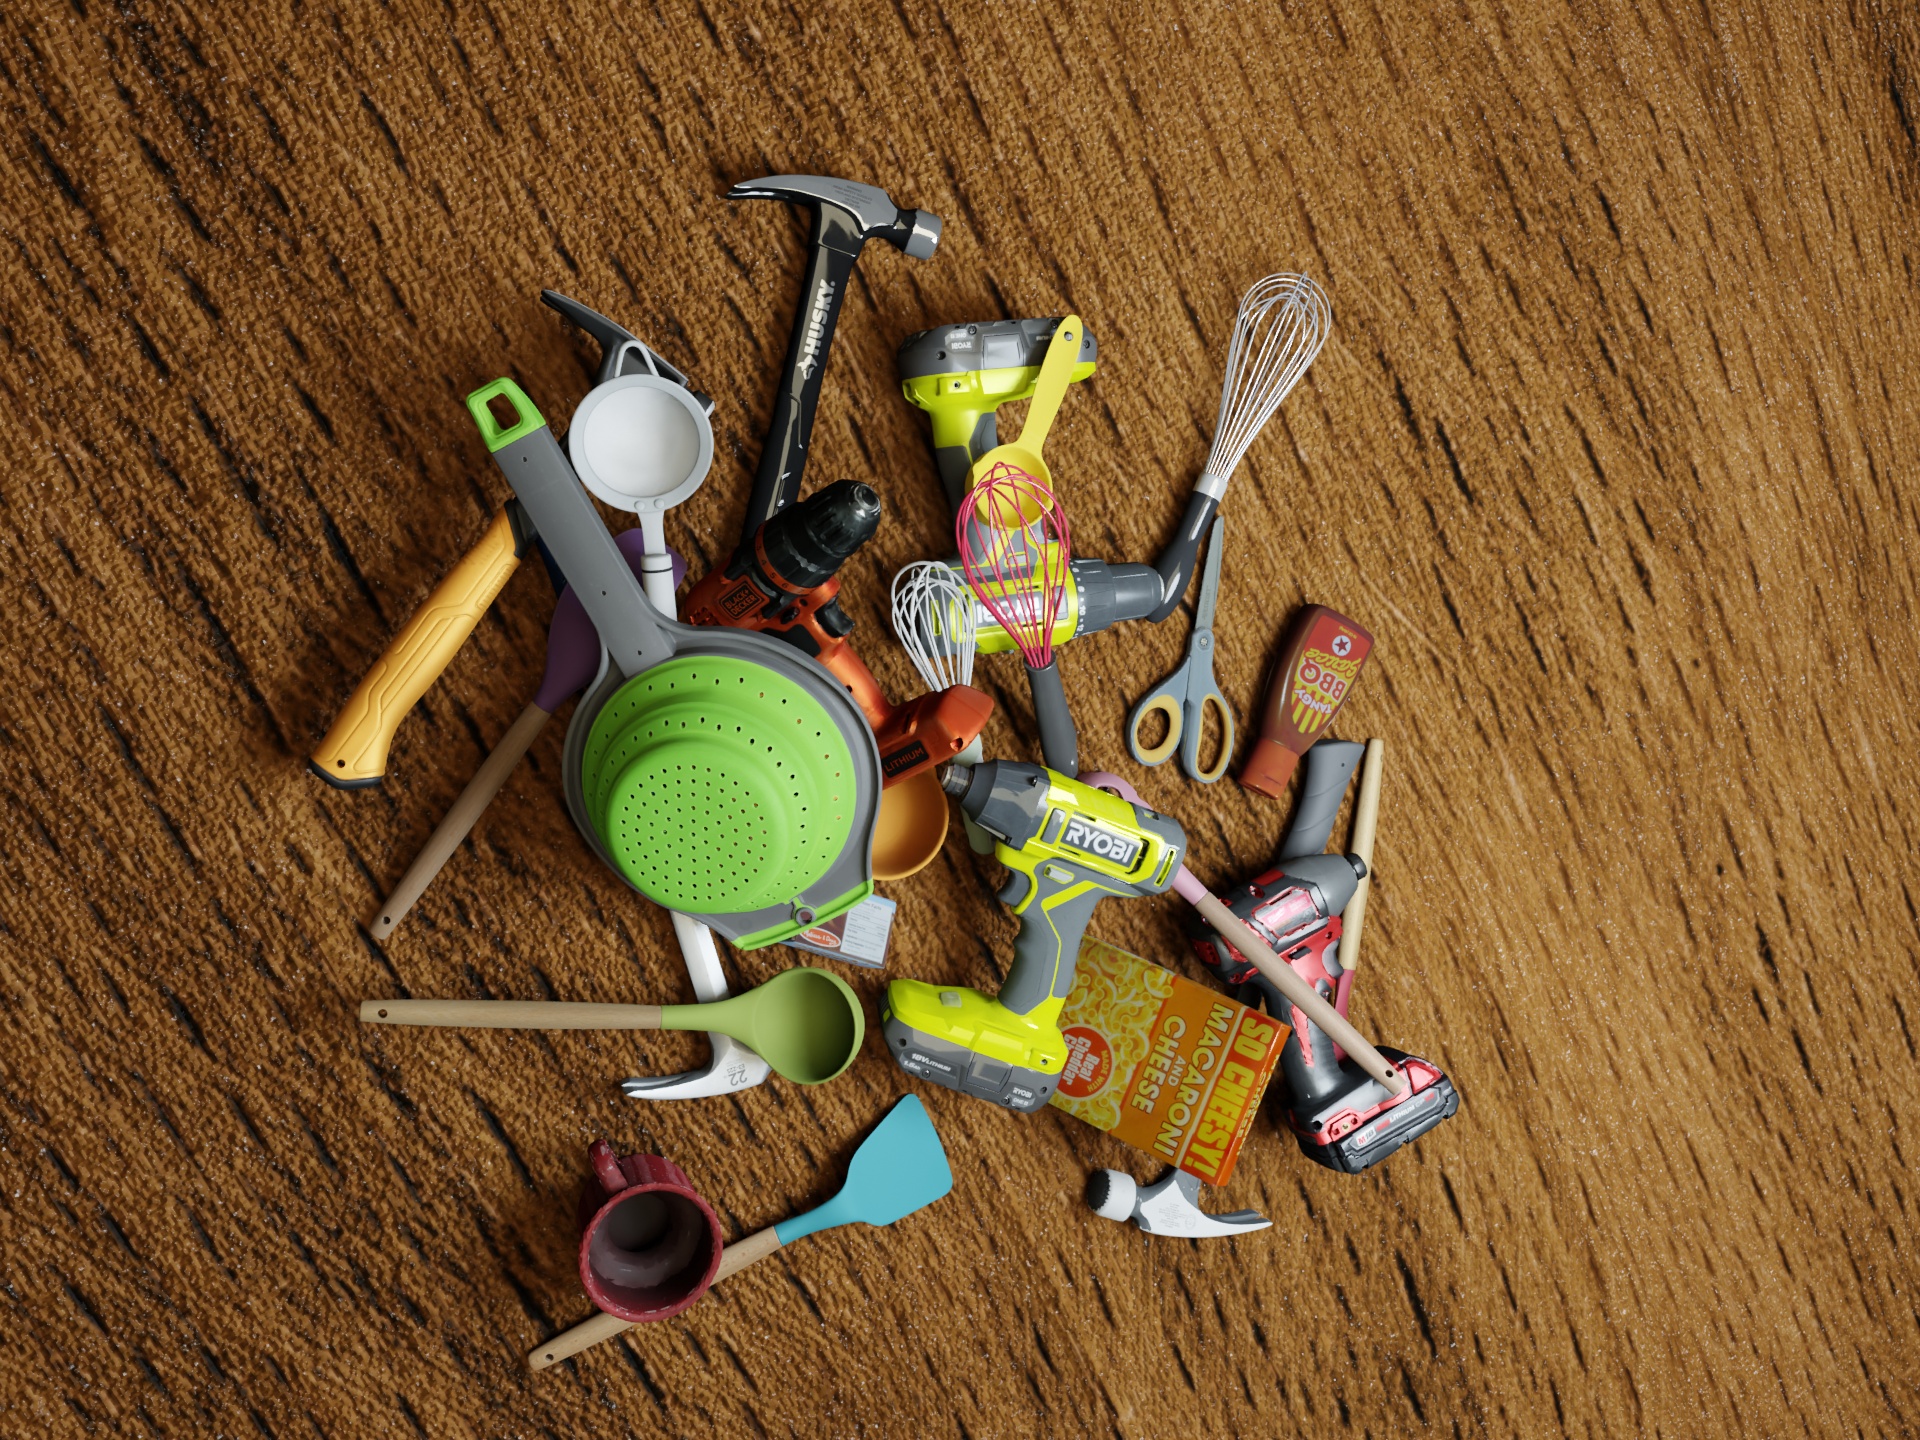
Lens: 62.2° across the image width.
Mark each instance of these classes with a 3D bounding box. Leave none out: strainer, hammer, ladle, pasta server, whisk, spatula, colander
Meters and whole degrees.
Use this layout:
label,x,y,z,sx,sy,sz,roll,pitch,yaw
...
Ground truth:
label,x,y,z,sx,sy,sz,roll,pitch,yaw
strainer,-0.193,-0.107,0.996,0.087,0.050,0.258,-5,107,-9
hammer,-0.301,-0.105,0.995,0.127,0.034,0.337,36,83,-17
ladle,-0.220,0.194,1.030,0.320,0.062,0.078,5,90,-17
pasta server,0.191,0.148,1.131,0.060,0.040,0.316,-43,75,-11
whisk,0.051,-0.055,1.075,0.073,0.073,0.295,-32,139,-14
hammer,0.232,0.205,1.234,0.149,0.036,0.409,22,86,-20
ladle,0.308,0.170,1.258,0.069,0.031,0.315,12,85,-52
whisk,0.200,-0.203,1.188,0.070,0.070,0.284,24,91,-19
spatula,-0.153,0.373,1.122,0.317,0.044,0.082,-24,102,-11
spatula,-0.287,0.011,1.026,0.059,0.018,0.316,36,92,-8
whisk,-0.002,-0.003,1.093,0.058,0.059,0.246,-61,147,-47
hammer,-0.120,-0.207,1.086,0.146,0.035,0.335,14,90,-20
colander,-0.191,-0.018,0.958,0.204,0.094,0.397,-25,106,12
hammer,-0.212,0.065,1.072,0.144,0.035,0.405,-19,100,-17

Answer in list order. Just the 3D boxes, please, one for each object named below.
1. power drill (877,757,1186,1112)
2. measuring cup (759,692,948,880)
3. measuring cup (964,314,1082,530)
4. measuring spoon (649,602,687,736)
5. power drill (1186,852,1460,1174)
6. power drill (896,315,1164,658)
label,x,y,z,sx,sy,sz,roll,pitch,yaw
power drill,0.035,0.142,1.099,0.171,0.080,0.223,21,99,-12
measuring cup,-0.087,0.038,1.105,0.173,0.052,0.095,42,80,-15
measuring cup,0.047,-0.200,1.070,0.062,0.029,0.156,24,80,-20
measuring spoon,-0.194,-0.035,1.057,0.021,0.011,0.117,53,38,-45
power drill,0.275,0.210,1.188,0.143,0.078,0.219,-27,94,-13
power drill,0.047,-0.163,1.124,0.190,0.080,0.228,-8,99,-17
